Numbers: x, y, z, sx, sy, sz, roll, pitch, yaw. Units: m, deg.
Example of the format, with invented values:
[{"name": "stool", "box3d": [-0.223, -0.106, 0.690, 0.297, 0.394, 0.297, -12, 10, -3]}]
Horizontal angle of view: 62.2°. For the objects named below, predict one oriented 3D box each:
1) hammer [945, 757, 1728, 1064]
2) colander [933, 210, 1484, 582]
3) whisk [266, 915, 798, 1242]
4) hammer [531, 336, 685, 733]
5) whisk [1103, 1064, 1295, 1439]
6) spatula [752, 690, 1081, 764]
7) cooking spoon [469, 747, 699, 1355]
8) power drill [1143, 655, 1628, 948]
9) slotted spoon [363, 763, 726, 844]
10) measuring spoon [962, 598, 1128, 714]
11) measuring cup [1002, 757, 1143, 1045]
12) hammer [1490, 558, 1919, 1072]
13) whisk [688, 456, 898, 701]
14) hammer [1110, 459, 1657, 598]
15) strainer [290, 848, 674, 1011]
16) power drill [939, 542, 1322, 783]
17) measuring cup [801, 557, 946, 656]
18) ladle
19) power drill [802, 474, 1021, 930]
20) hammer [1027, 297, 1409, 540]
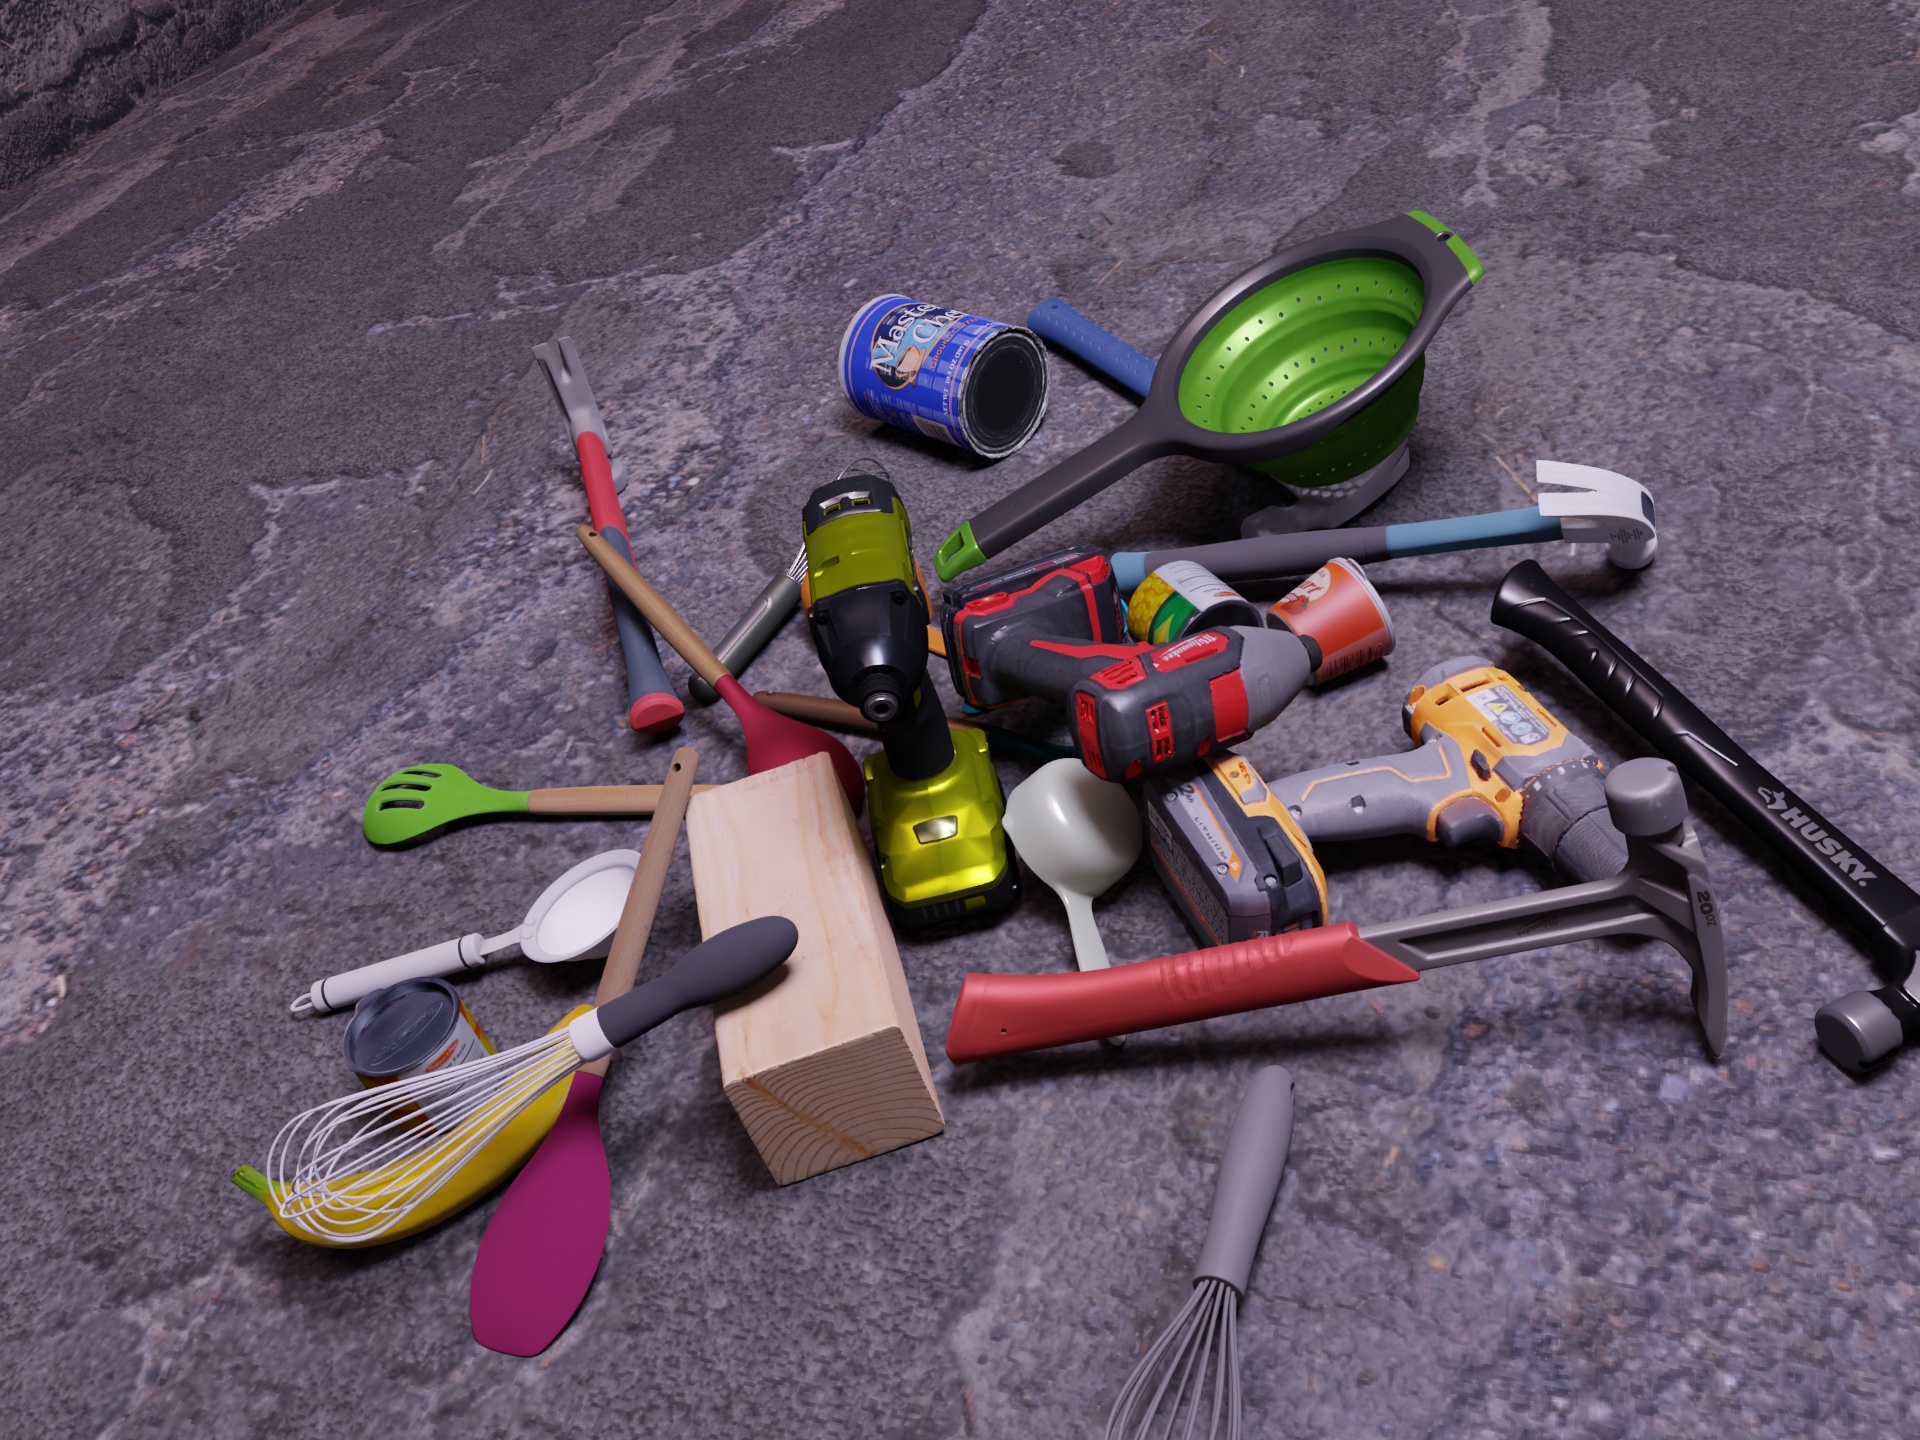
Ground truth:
[{"name": "hammer", "box3d": [0.166, 0.123, 0.753, 0.359, 0.149, 0.037, -14, 25, 17]}, {"name": "colander", "box3d": [0.168, -0.182, 1.069, 0.397, 0.094, 0.205, -31, 38, 12]}, {"name": "whisk", "box3d": [-0.204, 0.165, 0.761, 0.284, 0.070, 0.070, -29, 40, 2]}, {"name": "hammer", "box3d": [-0.259, -0.135, 1.174, 0.038, 0.143, 0.387, -19, 44, -6]}, {"name": "whisk", "box3d": [0.109, 0.240, 0.679, 0.055, 0.055, 0.239, 5, 40, 23]}, {"name": "spatula", "box3d": [-0.002, -0.003, 0.996, 0.318, 0.044, 0.082, 8, 31, 28]}, {"name": "cooking spoon", "box3d": [-0.184, 0.158, 0.820, 0.069, 0.017, 0.319, 2, 63, 22]}, {"name": "power drill", "box3d": [0.230, 0.061, 0.820, 0.226, 0.084, 0.186, -18, 40, -10]}, {"name": "slotted spoon", "box3d": [-0.254, 0.051, 1.033, 0.314, 0.031, 0.070, -1, 44, 15]}, {"name": "measuring spoon", "box3d": [0.055, -0.039, 1.041, 0.128, 0.021, 0.042, -34, 65, -7]}, {"name": "measuring cup", "box3d": [0.074, 0.091, 0.846, 0.038, 0.083, 0.168, -46, 41, 35]}, {"name": "hammer", "box3d": [0.393, 0.020, 0.818, 0.146, 0.035, 0.335, -24, 47, -10]}, {"name": "whisk", "box3d": [-0.119, -0.103, 1.148, 0.058, 0.059, 0.246, 5, 48, 41]}, {"name": "hammer", "box3d": [0.257, -0.109, 1.001, 0.331, 0.128, 0.033, -5, 75, 24]}, {"name": "strainer", "box3d": [-0.278, 0.134, 0.936, 0.258, 0.050, 0.087, -17, 34, 8]}, {"name": "power drill", "box3d": [0.091, -0.035, 0.893, 0.143, 0.078, 0.220, -20, 23, -21]}, {"name": "measuring cup", "box3d": [-0.036, -0.077, 1.083, 0.174, 0.052, 0.095, 19, 51, 37]}, {"name": "ladle", "box3d": [-0.168, -0.039, 1.039, 0.069, 0.031, 0.316, -25, 54, -32]}, {"name": "power drill", "box3d": [-0.030, 0.002, 0.858, 0.080, 0.223, 0.171, -14, 40, 3]}, {"name": "hammer", "box3d": [0.173, -0.247, 1.221, 0.144, 0.035, 0.406, -28, 41, -13]}]
